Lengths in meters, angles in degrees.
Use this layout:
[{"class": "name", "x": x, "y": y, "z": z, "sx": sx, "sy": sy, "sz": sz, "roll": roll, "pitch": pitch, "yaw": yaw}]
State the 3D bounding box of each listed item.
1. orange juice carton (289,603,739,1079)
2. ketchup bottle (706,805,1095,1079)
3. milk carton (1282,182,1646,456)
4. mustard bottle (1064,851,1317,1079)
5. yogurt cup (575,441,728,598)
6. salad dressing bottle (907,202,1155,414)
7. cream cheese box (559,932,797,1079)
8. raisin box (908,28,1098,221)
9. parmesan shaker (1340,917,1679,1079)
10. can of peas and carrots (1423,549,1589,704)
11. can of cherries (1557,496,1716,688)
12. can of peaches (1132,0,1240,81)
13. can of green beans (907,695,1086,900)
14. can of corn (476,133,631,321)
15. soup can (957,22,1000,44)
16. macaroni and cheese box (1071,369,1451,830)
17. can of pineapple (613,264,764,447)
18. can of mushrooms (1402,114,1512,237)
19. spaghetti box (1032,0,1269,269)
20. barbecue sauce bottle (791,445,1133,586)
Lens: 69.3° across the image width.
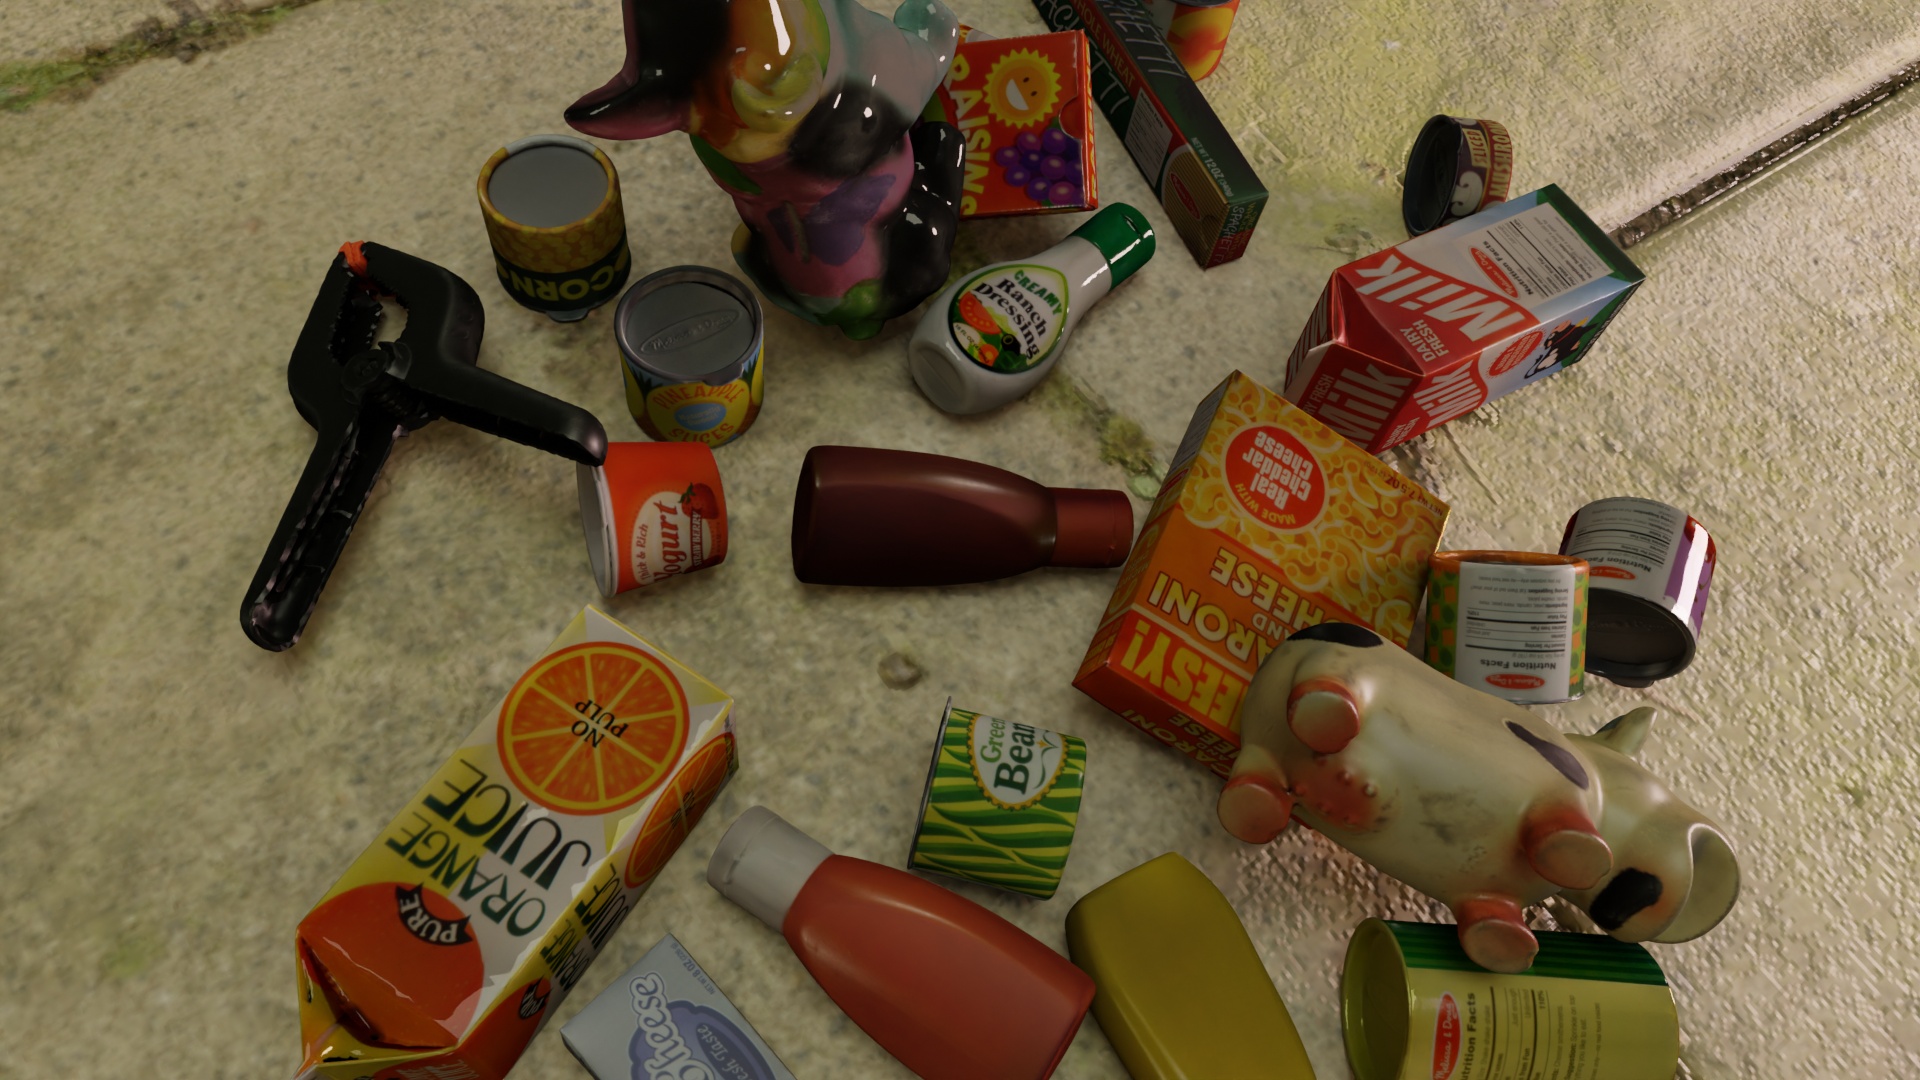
[{"class": "orange juice carton", "x": -0.167, "y": 0.126, "z": 0.510, "sx": 0.073, "sy": 0.071, "sz": 0.193, "roll": 30, "pitch": 60, "yaw": 11}, {"class": "ketchup bottle", "x": -0.027, "y": 0.153, "z": 0.522, "sx": 0.149, "sy": 0.043, "sz": 0.064, "roll": 30, "pitch": 102, "yaw": 16}, {"class": "milk carton", "x": 0.238, "y": -0.105, "z": 0.698, "sx": 0.191, "sy": 0.072, "sz": 0.073, "roll": -23, "pitch": 65, "yaw": -20}, {"class": "mustard bottle", "x": 0.098, "y": 0.199, "z": 0.515, "sx": 0.065, "sy": 0.048, "sz": 0.161, "roll": -21, "pitch": 65, "yaw": -18}, {"class": "yogurt cup", "x": -0.133, "y": -0.013, "z": 0.601, "sx": 0.054, "sy": 0.072, "sz": 0.072, "roll": -9, "pitch": 61, "yaw": -22}, {"class": "salad dressing bottle", "x": 0.039, "y": -0.120, "z": 0.696, "sx": 0.148, "sy": 0.043, "sz": 0.064, "roll": -41, "pitch": 88, "yaw": -28}, {"class": "cream cheese box", "x": -0.092, "y": 0.200, "z": 0.504, "sx": 0.053, "sy": 0.024, "sz": 0.104, "roll": -39, "pitch": 71, "yaw": -24}, {"class": "raisin box", "x": 0.005, "y": -0.205, "z": 0.700, "sx": 0.123, "sy": 0.040, "sz": 0.086, "roll": -2, "pitch": 98, "yaw": 12}, {"class": "parmesan shaker", "x": 0.206, "y": 0.184, "z": 0.530, "sx": 0.103, "sy": 0.071, "sz": 0.071, "roll": 5, "pitch": 60, "yaw": -5}, {"class": "can of peas and carrots", "x": 0.236, "y": 0.036, "z": 0.604, "sx": 0.071, "sy": 0.071, "sz": 0.058, "roll": 0, "pitch": 96, "yaw": -8}, {"class": "can of cherries", "x": 0.306, "y": 0.024, "z": 0.638, "sx": 0.071, "sy": 0.071, "sz": 0.059, "roll": 26, "pitch": 59, "yaw": 8}, {"class": "can of peaches", "x": 0.130, "y": -0.312, "z": 0.813, "sx": 0.071, "sy": 0.057, "sz": 0.071, "roll": 3, "pitch": 59, "yaw": -6}, {"class": "can of green beans", "x": 0.014, "y": 0.104, "z": 0.549, "sx": 0.058, "sy": 0.071, "sz": 0.071, "roll": 13, "pitch": 59, "yaw": 0}, {"class": "can of corn", "x": -0.196, "y": -0.152, "z": 0.676, "sx": 0.071, "sy": 0.058, "sz": 0.071, "roll": 3, "pitch": 60, "yaw": -5}, {"class": "soup can", "x": 0.017, "y": -0.238, "z": 0.747, "sx": 0.084, "sy": 0.071, "sz": 0.072, "roll": 25, "pitch": 60, "yaw": 7}, {"class": "macaroni and cheese box", "x": 0.137, "y": 0.024, "z": 0.614, "sx": 0.124, "sy": 0.040, "sz": 0.167, "roll": 31, "pitch": 61, "yaw": -5}, {"class": "can of pineapple", "x": -0.124, "y": -0.083, "z": 0.645, "sx": 0.071, "sy": 0.057, "sz": 0.071, "roll": 3, "pitch": 60, "yaw": -5}, {"class": "can of mushrooms", "x": 0.271, "y": -0.198, "z": 0.758, "sx": 0.033, "sy": 0.070, "sz": 0.071, "roll": 5, "pitch": 60, "yaw": -6}, {"class": "spaghetti box", "x": 0.097, "y": -0.263, "z": 0.785, "sx": 0.029, "sy": 0.050, "sz": 0.251, "roll": -16, "pitch": 63, "yaw": -18}, {"class": "barbecue sauce bottle", "x": 0.002, "y": -0.008, "z": 0.618, "sx": 0.149, "sy": 0.064, "sz": 0.044, "roll": 3, "pitch": 41, "yaw": -16}]
